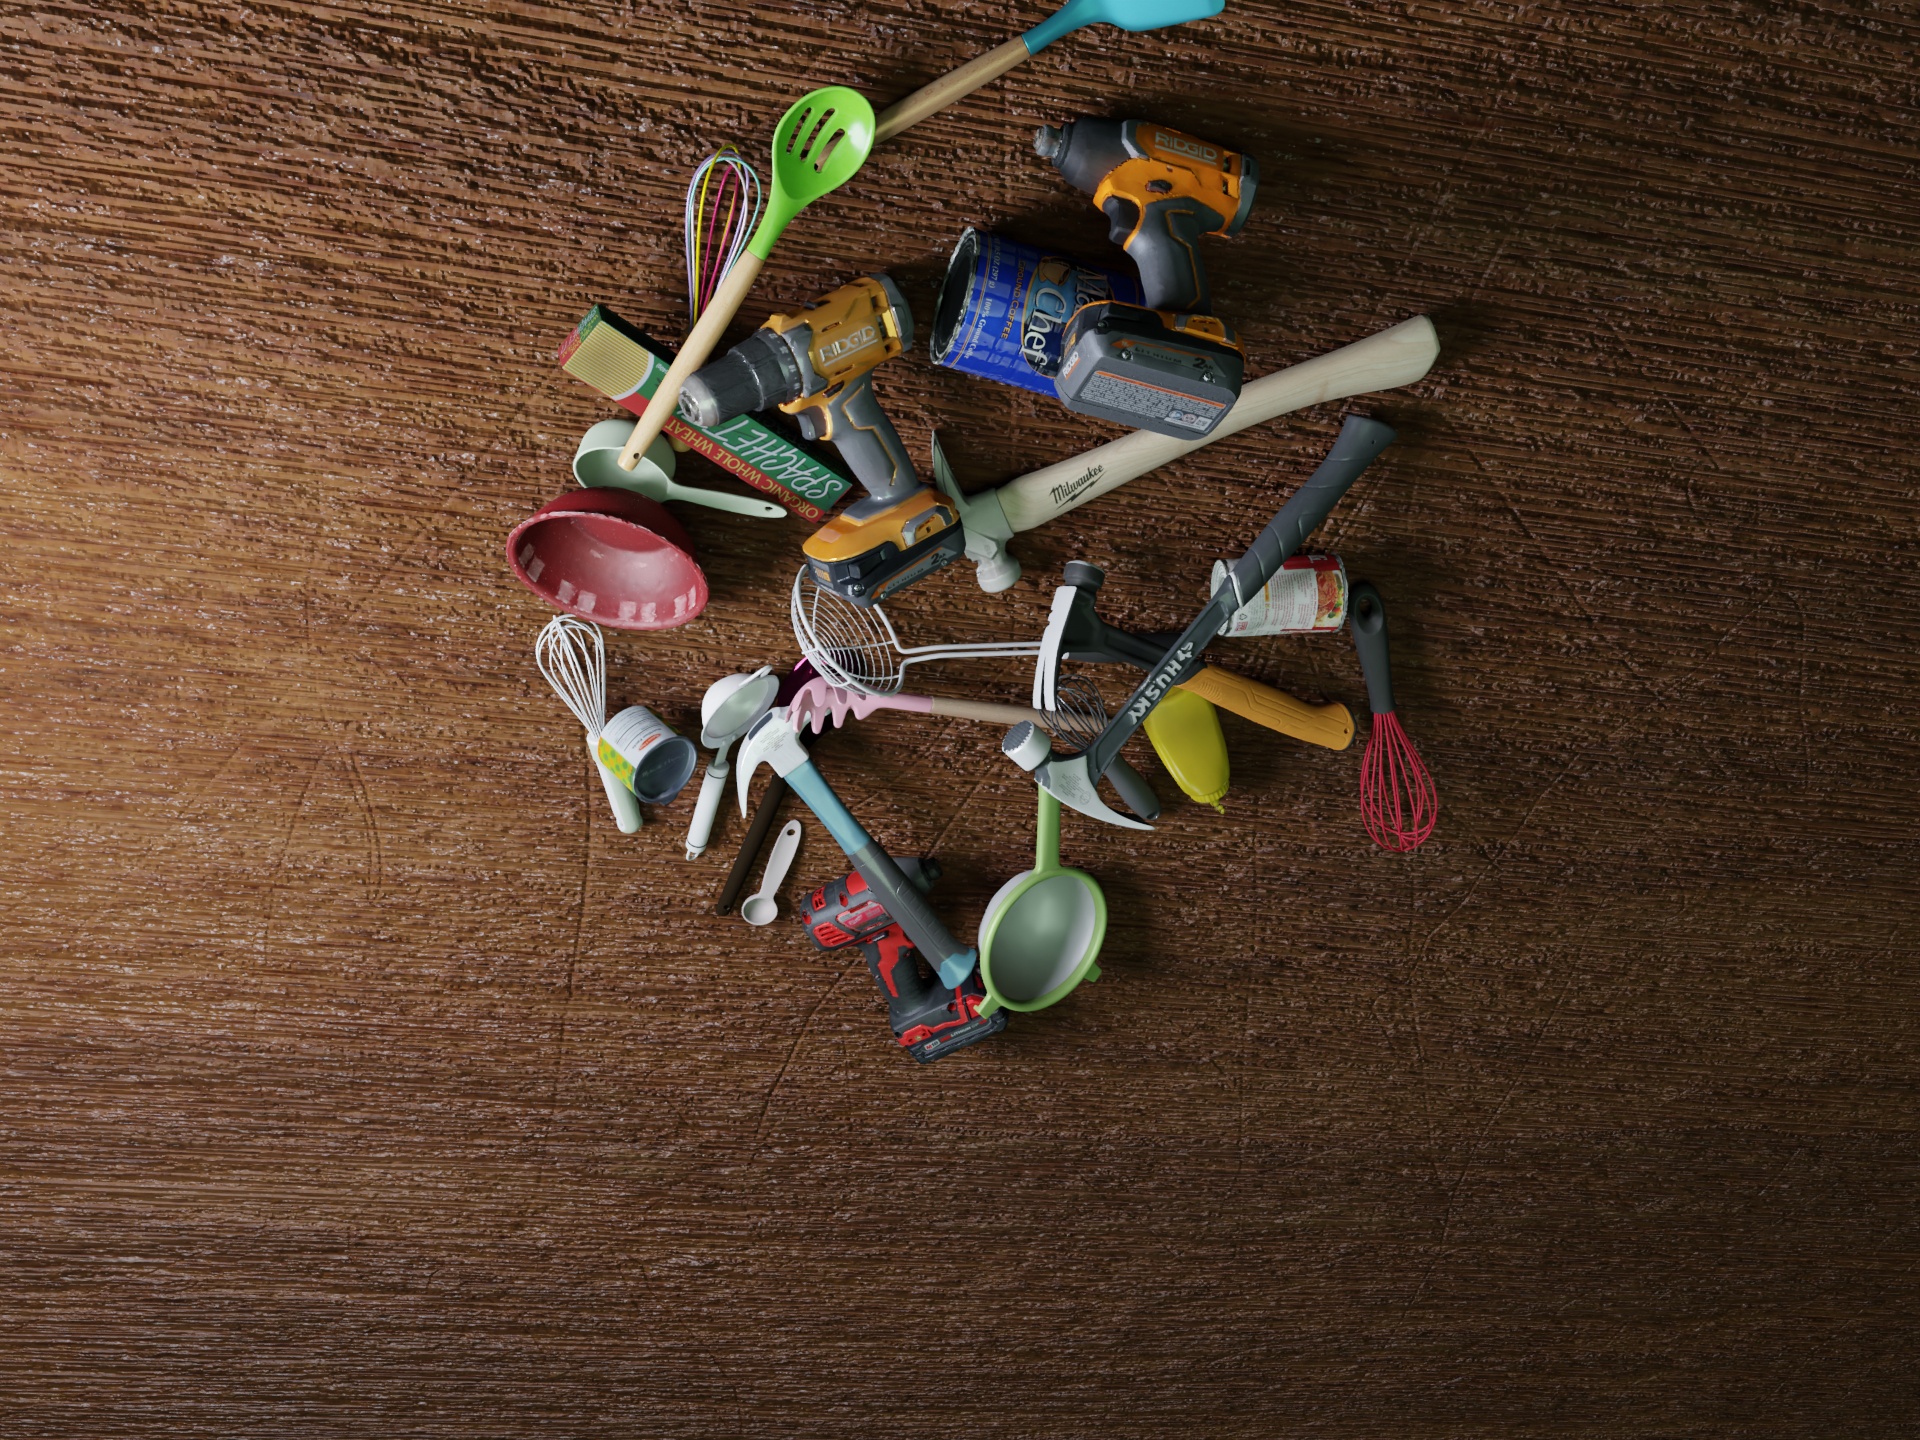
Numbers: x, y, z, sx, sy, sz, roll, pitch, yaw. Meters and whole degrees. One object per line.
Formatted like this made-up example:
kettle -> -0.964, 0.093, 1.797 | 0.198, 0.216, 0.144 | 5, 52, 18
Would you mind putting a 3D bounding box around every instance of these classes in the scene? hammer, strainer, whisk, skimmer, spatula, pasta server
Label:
hammer -> 0.215, -0.027, 1.387 | 0.336, 0.034, 0.127 | 18, 84, -28
hammer -> 0.179, -0.240, 1.279 | 0.410, 0.038, 0.146 | -22, 123, 8
strainer -> -0.218, 0.036, 1.424 | 0.087, 0.050, 0.258 | -27, 148, -45
whisk -> -0.317, 0.008, 1.390 | 0.059, 0.058, 0.246 | -29, 134, -23
hammer -> -0.084, 0.121, 1.443 | 0.128, 0.033, 0.330 | -35, 115, 2
whisk -> -0.190, -0.310, 1.186 | 0.051, 0.047, 0.244 | 7, 128, -13
hammer -> 0.215, -0.087, 1.299 | 0.149, 0.036, 0.409 | 40, 90, -25
strainer -> 0.066, 0.151, 1.525 | 0.151, 0.069, 0.256 | -12, 114, -33
skimmer -> 0.035, -0.078, 1.342 | 0.363, 0.127, 0.090 | -2, 143, -15
whisk -> 0.392, 0.004, 1.466 | 0.073, 0.073, 0.295 | -16, 119, 4
spatula -> 0.022, -0.455, 1.104 | 0.317, 0.044, 0.082 | -25, 121, 13
pasta server -> -0.002, -0.004, 1.390 | 0.316, 0.040, 0.060 | 7, 153, -26
whisk -> 0.134, 0.029, 1.438 | 0.055, 0.055, 0.238 | -28, 139, 13

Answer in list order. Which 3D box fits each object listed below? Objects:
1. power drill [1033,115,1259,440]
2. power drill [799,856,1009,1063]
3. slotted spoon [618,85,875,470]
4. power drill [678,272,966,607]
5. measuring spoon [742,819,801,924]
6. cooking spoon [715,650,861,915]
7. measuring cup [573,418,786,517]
power drill -> 0.123, -0.322, 1.113 | 0.164, 0.227, 0.084 | 12, 156, -14
power drill -> -0.044, 0.226, 1.559 | 0.143, 0.079, 0.219 | -27, 121, 12
slotted spoon -> -0.162, -0.311, 1.135 | 0.070, 0.031, 0.313 | 22, 109, -42
power drill -> -0.101, -0.200, 1.202 | 0.185, 0.084, 0.226 | -31, 122, -22
measuring spoon -> -0.178, 0.143, 1.523 | 0.034, 0.018, 0.124 | 16, 115, -18
cooking spoon -> -0.168, 0.064, 1.462 | 0.068, 0.017, 0.318 | 14, 123, -21
measuring cup -> -0.216, -0.193, 1.247 | 0.167, 0.038, 0.083 | 12, 152, -10
